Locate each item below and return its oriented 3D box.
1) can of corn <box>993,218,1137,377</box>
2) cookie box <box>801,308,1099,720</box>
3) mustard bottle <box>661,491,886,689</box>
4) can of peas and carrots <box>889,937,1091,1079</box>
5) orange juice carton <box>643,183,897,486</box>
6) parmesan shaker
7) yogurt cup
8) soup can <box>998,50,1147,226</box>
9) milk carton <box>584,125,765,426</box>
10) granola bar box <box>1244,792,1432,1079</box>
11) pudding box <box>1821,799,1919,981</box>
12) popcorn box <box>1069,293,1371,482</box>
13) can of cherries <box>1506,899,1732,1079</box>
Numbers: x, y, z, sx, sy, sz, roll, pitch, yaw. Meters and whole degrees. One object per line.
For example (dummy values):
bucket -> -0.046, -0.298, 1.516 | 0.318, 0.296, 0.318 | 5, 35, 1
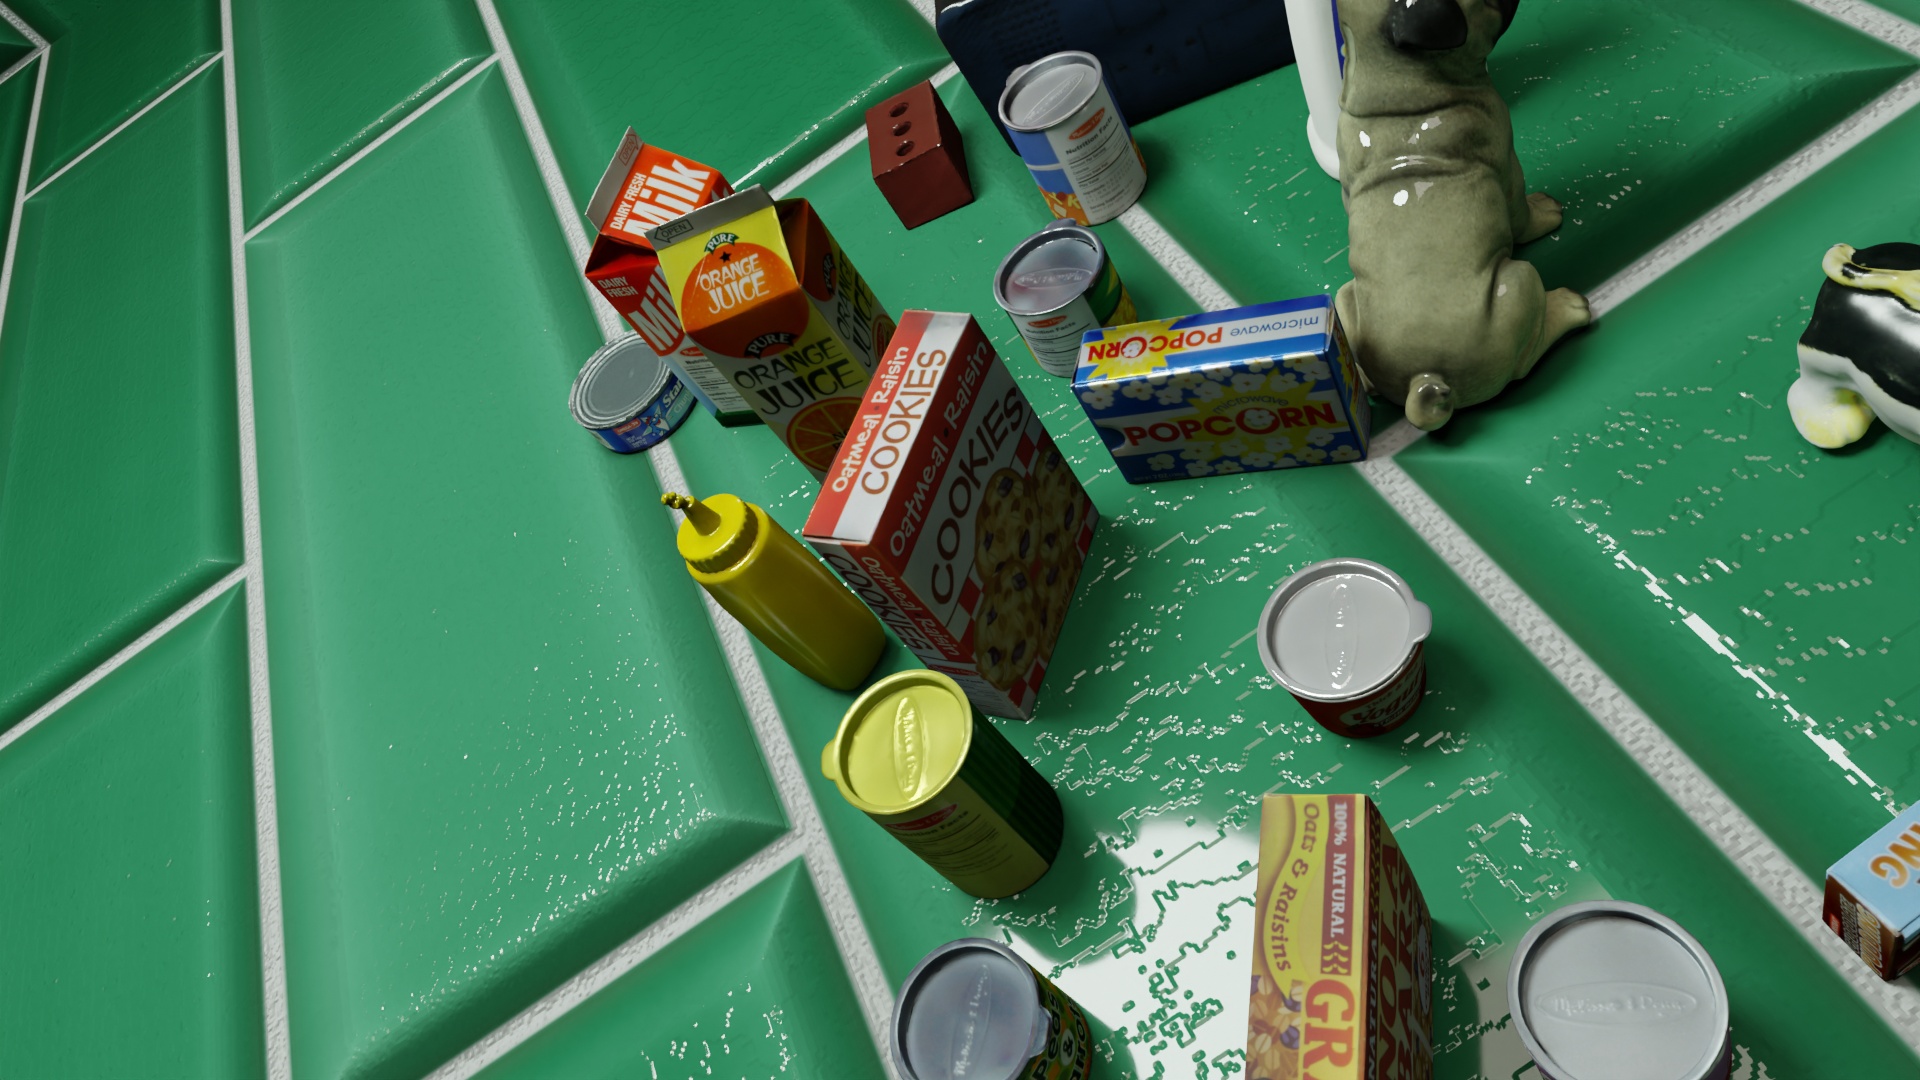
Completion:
can of corn -> 0.061, -0.137, 0.790 | 0.071, 0.058, 0.071 | -15, 51, 20
cookie box -> 0.002, -0.008, 0.655 | 0.040, 0.167, 0.123 | 5, 60, 32
mustard bottle -> -0.097, 0.019, 0.697 | 0.065, 0.159, 0.049 | 21, 70, 39
can of peas and carrots -> 0.015, 0.203, 0.566 | 0.071, 0.058, 0.071 | -15, 51, 20
orange juice carton -> -0.091, -0.118, 0.771 | 0.071, 0.192, 0.073 | -18, 51, 18
parmesan shaker -> -0.006, 0.110, 0.616 | 0.071, 0.102, 0.071 | -15, 51, 20
yogurt cup -> 0.167, 0.049, 0.596 | 0.072, 0.053, 0.073 | -15, 51, 20
soup can -> 0.068, -0.245, 0.847 | 0.071, 0.083, 0.072 | -15, 51, 20
milk carton -> -0.155, -0.155, 0.837 | 0.073, 0.190, 0.072 | -3, 57, 29
granola bar box -> 0.131, 0.185, 0.469 | 0.039, 0.124, 0.166 | -6, 55, 27
pudding box -> 0.332, 0.105, 0.463 | 0.084, 0.049, 0.030 | -37, 47, 1
popcorn box -> 0.130, -0.072, 0.685 | 0.126, 0.085, 0.038 | -5, 55, 27
can of cherries -> 0.225, 0.167, 0.474 | 0.071, 0.058, 0.072 | -15, 51, 20
